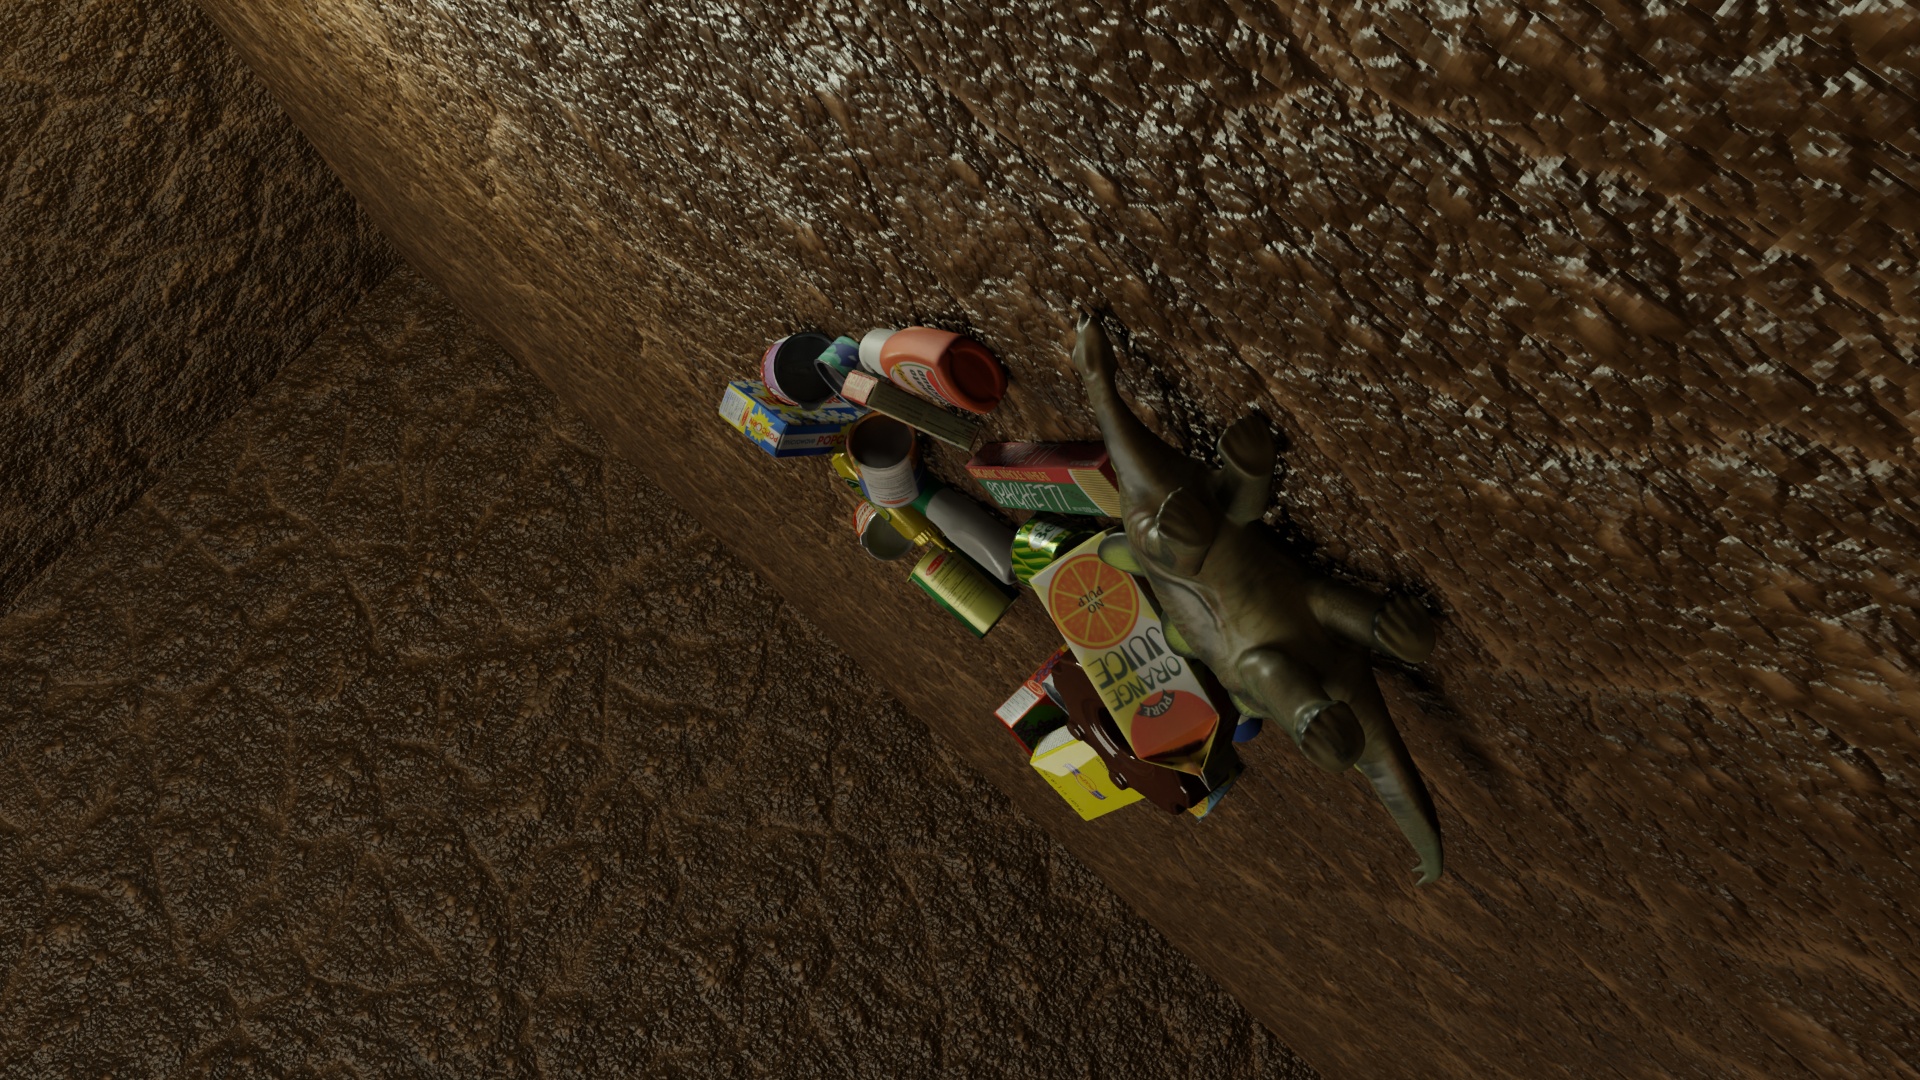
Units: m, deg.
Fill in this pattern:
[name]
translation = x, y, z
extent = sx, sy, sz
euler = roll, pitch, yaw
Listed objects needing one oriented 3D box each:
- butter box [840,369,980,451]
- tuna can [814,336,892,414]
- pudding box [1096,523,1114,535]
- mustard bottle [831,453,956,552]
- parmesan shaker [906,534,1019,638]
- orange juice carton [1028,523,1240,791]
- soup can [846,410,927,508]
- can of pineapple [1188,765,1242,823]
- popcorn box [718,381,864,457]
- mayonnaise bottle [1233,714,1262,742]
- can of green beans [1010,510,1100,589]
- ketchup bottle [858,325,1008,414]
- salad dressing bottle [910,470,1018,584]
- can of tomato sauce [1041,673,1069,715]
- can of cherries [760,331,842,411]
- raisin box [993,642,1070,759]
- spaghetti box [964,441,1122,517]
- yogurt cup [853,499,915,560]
[butter box]
translation = -0.040, -0.104, 1.111
extent = 0.103, 0.024, 0.053
euler = 22, -176, -30
[tuna can]
translation = -0.092, -0.144, 1.216
extent = 0.071, 0.033, 0.071
euler = 40, 168, 11
[pudding box]
translation = 0.130, 0.031, 1.070
extent = 0.084, 0.050, 0.030
euler = 36, 165, 27
[mustard bottle]
translation = -0.063, -0.041, 1.438
extent = 0.160, 0.049, 0.065
euler = 45, 169, -9
[parmesan shaker]
translation = 0.003, 0.051, 1.493
extent = 0.103, 0.071, 0.071
euler = 41, 168, 6
[orange juice carton]
translation = 0.139, 0.085, 0.997
extent = 0.193, 0.073, 0.072
euler = 59, -152, 8
[soup can]
translation = -0.068, -0.078, 1.296
extent = 0.071, 0.071, 0.083
euler = 39, 166, 18
[can of pineapple]
translation = 0.239, 0.238, 1.393
extent = 0.058, 0.071, 0.071
euler = 40, 167, 11
[popcorn box]
translation = -0.156, -0.118, 1.334
extent = 0.085, 0.038, 0.127
euler = 36, -155, 29
[mayonnaise bottle]
translation = 0.213, 0.115, 1.116
extent = 0.065, 0.041, 0.147
euler = 38, 167, 38
[can of green beans]
translation = 0.083, 0.015, 1.127
extent = 0.071, 0.071, 0.058
euler = 50, 165, -30
[ketchup bottle]
translation = -0.026, -0.132, 1.026
extent = 0.064, 0.043, 0.149
euler = 43, 170, -32
[salad dressing bottle]
translation = 0.005, -0.017, 1.326
extent = 0.148, 0.044, 0.064
euler = 38, 169, 26
[can of tomato sauce]
translation = 0.130, 0.130, 1.331
extent = 0.071, 0.083, 0.071
euler = 40, 168, 11
[can of cherries]
translation = -0.145, -0.153, 1.266
extent = 0.071, 0.071, 0.058
euler = 47, 167, -17
[raisin box]
translation = 0.107, 0.168, 1.435
extent = 0.086, 0.123, 0.040
euler = 52, 170, -33
[spaghetti box]
translation = 0.071, -0.047, 1.043
extent = 0.050, 0.029, 0.250
euler = 47, 167, -17
[yogurt cup]
translation = -0.087, -0.017, 1.568
extent = 0.072, 0.072, 0.054
euler = 51, 173, -32
